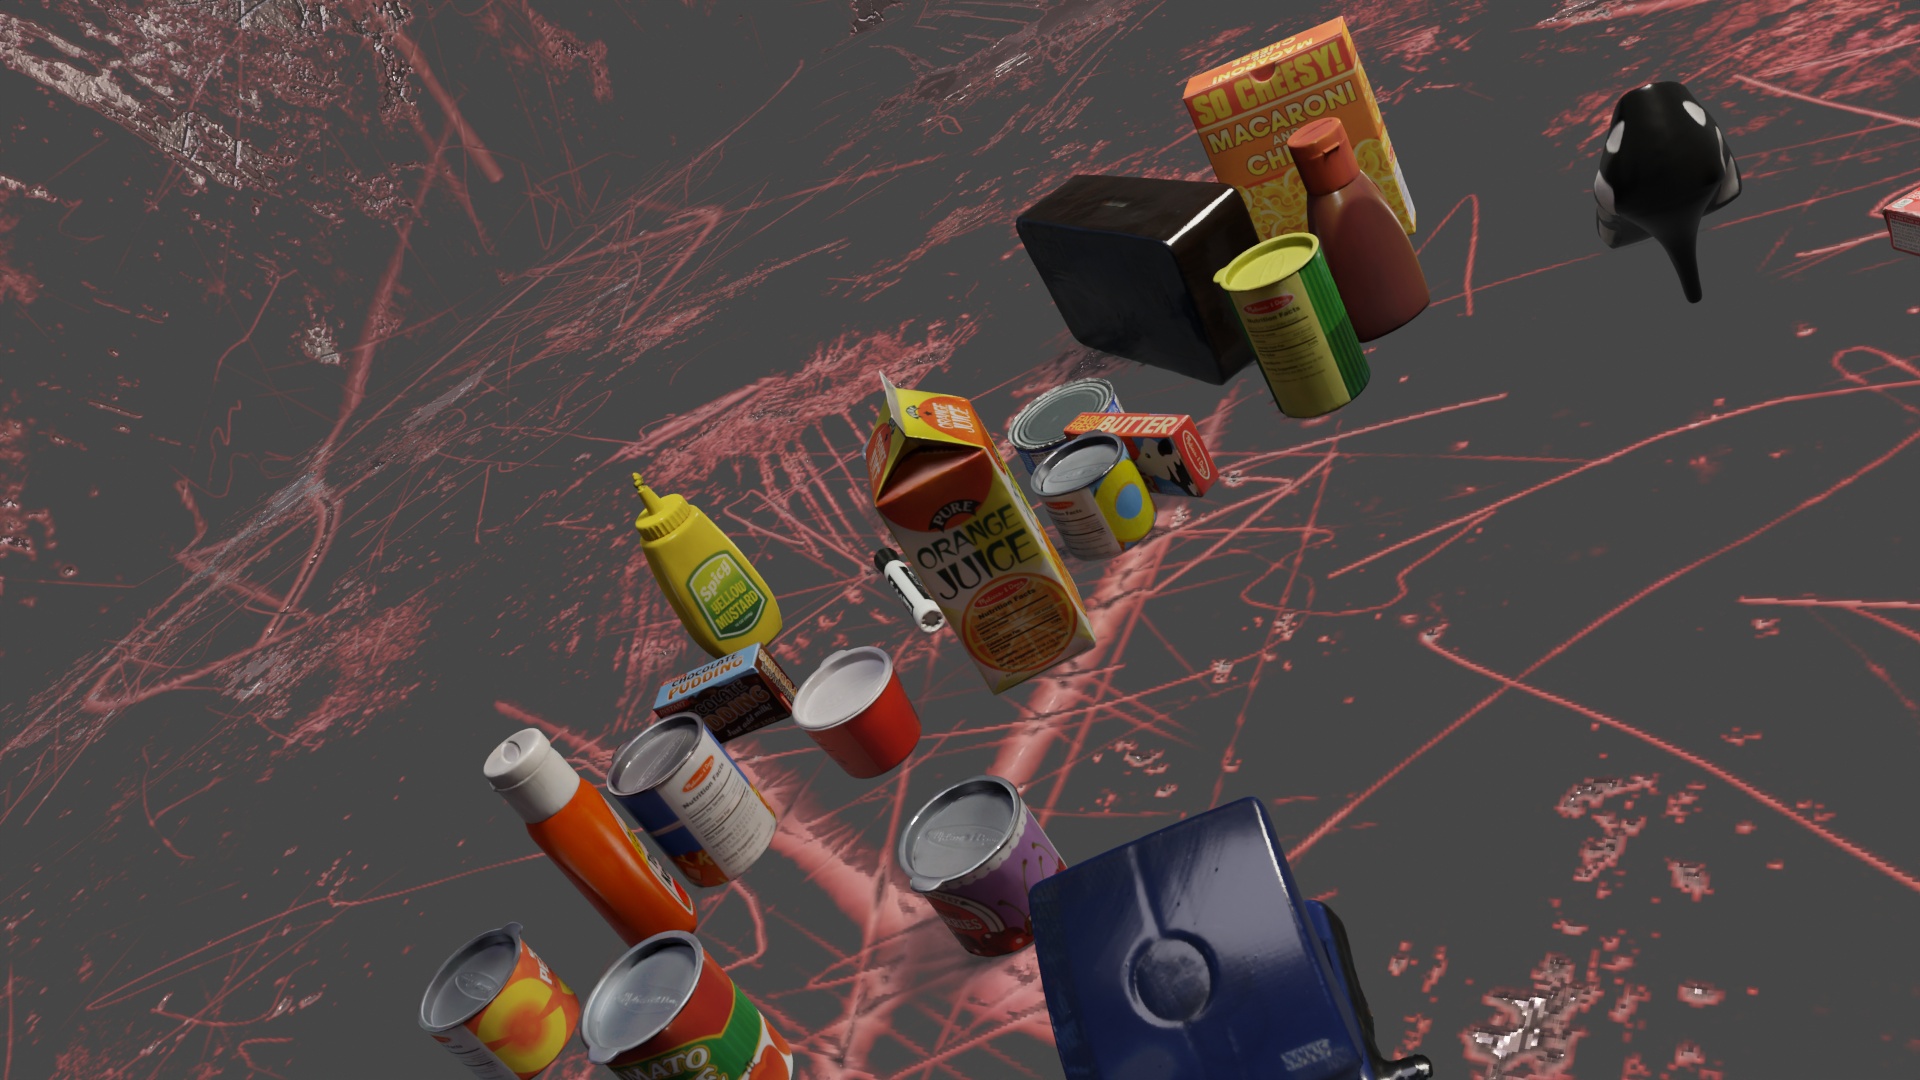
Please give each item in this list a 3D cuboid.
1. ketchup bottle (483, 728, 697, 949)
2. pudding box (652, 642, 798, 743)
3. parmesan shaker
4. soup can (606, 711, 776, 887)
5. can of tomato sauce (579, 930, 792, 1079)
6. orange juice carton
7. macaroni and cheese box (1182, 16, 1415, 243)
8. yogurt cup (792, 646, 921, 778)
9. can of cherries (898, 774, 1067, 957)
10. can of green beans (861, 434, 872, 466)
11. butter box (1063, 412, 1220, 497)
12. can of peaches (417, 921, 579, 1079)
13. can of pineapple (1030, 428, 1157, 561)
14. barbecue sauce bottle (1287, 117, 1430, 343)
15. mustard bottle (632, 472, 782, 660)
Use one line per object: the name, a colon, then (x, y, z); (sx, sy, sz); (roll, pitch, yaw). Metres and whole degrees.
ketchup bottle: (-0.207, 0.169, 0.777); (0.044, 0.148, 0.065); (-40, 28, -17)
pudding box: (-0.159, 0.107, 0.939); (0.083, 0.049, 0.030); (-23, 28, 16)
parmesan shaker: (0.218, -0.140, 0.911); (0.071, 0.102, 0.071); (-24, 28, 14)
soup can: (-0.160, 0.154, 0.826); (0.071, 0.083, 0.072); (-24, 28, 14)
can of tomato sauce: (-0.128, 0.239, 0.655); (0.071, 0.083, 0.071); (-24, 28, 14)
orange juice carton: (0.003, -0.010, 0.816); (0.073, 0.192, 0.072); (-28, 27, 7)
macaroni and cheese box: (0.258, -0.291, 1.052); (0.123, 0.166, 0.040); (-16, 31, 28)
yogurt cup: (-0.059, 0.106, 0.837); (0.072, 0.053, 0.073); (-24, 28, 14)
can of cherries: (0.011, 0.159, 0.673); (0.071, 0.058, 0.072); (-24, 28, 14)
can of green beans: (-0.035, -0.060, 1.082); (0.071, 0.057, 0.071); (-24, 28, 14)
butter box: (0.119, -0.058, 0.930); (0.024, 0.053, 0.103); (-46, 31, -25)
can of peaches: (-0.254, 0.259, 0.774); (0.071, 0.058, 0.071); (-24, 28, 14)
can of pineapple: (0.089, -0.030, 0.908); (0.071, 0.057, 0.071); (-24, 28, 14)
barbecue sauce bottle: (0.263, -0.209, 0.932); (0.065, 0.148, 0.044); (-31, 27, 1)
mustard bottle: (-0.191, 0.017, 1.000); (0.065, 0.159, 0.049); (-43, 29, -22)
